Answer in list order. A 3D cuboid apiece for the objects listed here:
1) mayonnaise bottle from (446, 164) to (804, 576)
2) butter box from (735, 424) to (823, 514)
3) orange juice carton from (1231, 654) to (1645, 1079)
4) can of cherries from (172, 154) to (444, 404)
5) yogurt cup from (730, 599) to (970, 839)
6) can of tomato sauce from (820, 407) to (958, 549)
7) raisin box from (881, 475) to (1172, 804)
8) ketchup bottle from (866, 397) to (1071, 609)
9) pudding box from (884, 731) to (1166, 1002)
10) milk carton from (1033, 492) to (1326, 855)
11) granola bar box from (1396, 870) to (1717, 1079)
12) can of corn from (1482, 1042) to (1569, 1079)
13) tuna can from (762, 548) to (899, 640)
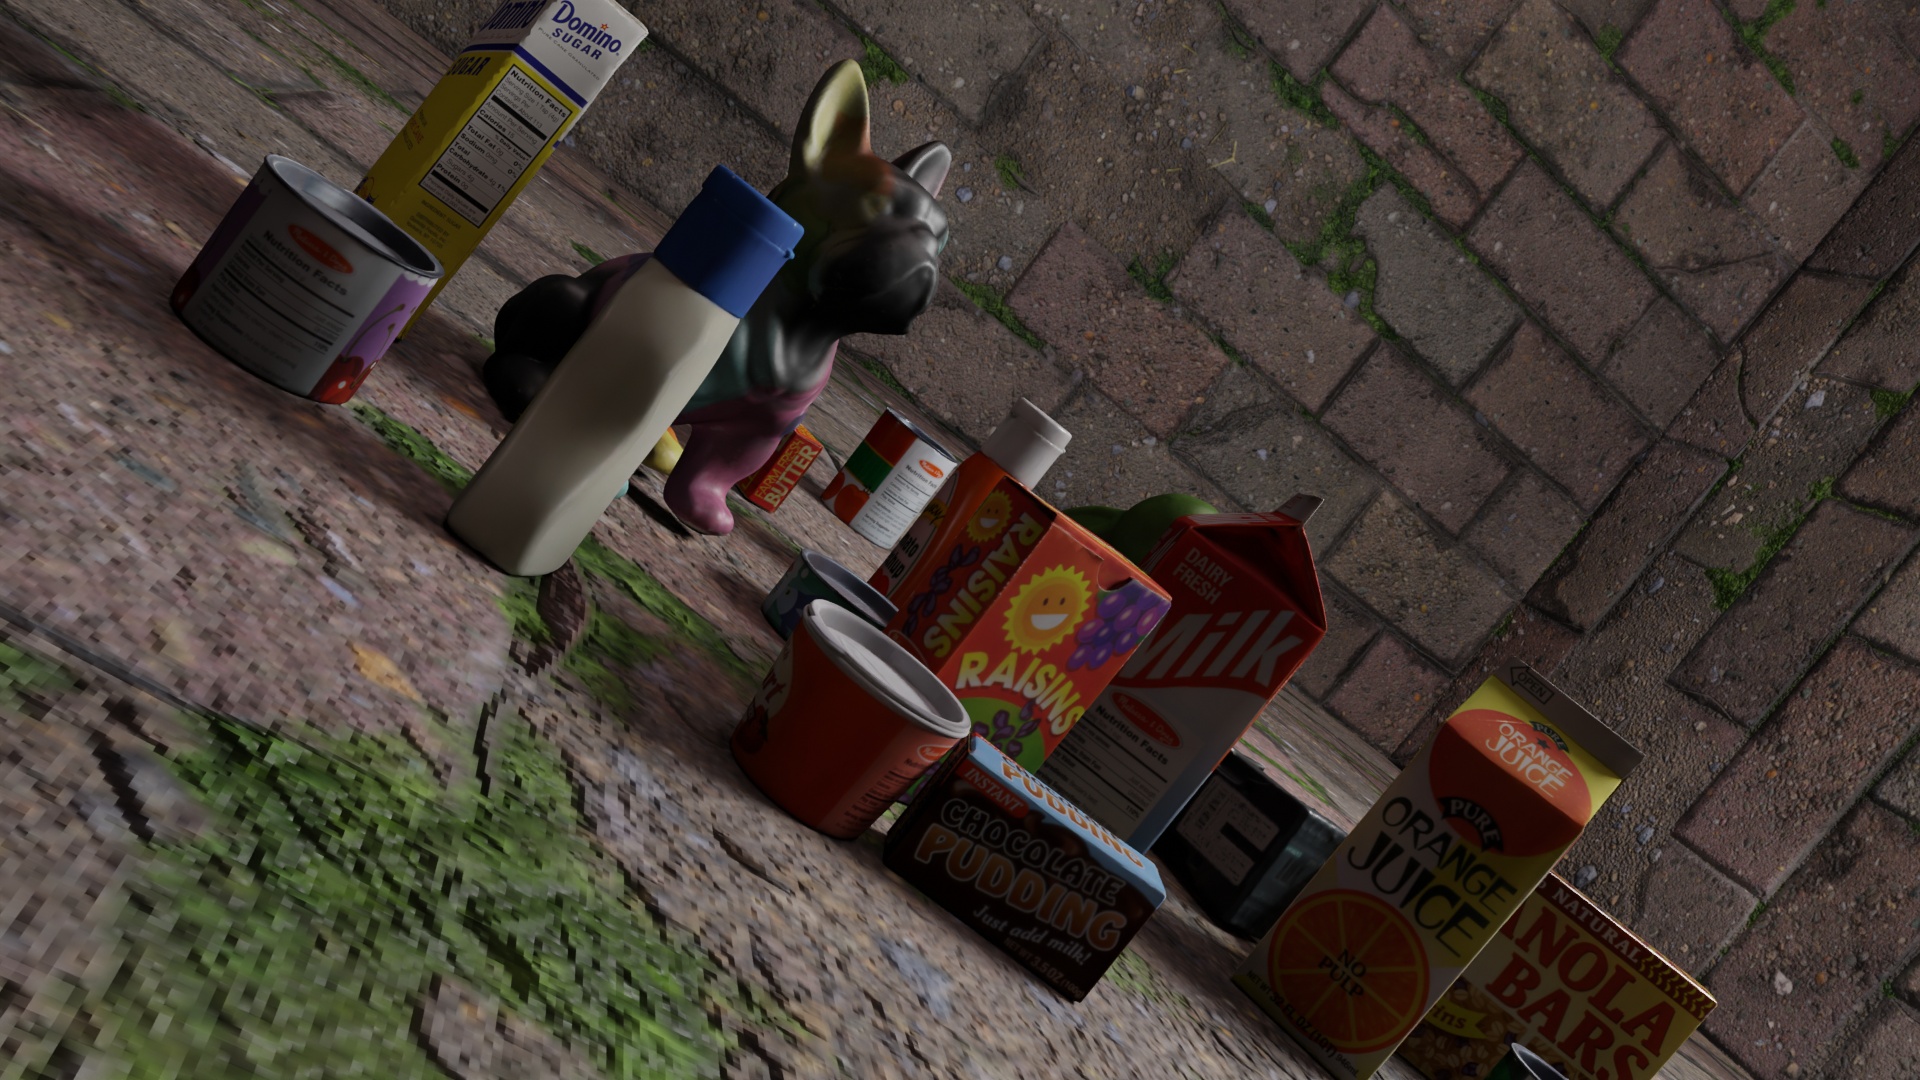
[{"bbox_3d":[-0.111,-0.057,0.469,0.041,0.148,0.065,37,6,-5],"label":"mayonnaise bottle"},{"bbox_3d":[-0.126,-0.063,0.865,0.024,0.053,0.104,33,7,-39],"label":"butter box"},{"bbox_3d":[0.216,0.147,0.627,0.072,0.192,0.073,41,6,25],"label":"orange juice carton"},{"bbox_3d":[-0.224,-0.089,0.481,0.071,0.058,0.071,37,6,-4],"label":"can of cherries"},{"bbox_3d":[-0.039,0.061,0.459,0.072,0.054,0.072,37,6,-4],"label":"yogurt cup"},{"bbox_3d":[-0.053,-0.046,1.019,0.071,0.083,0.071,38,6,-4],"label":"can of tomato sauce"},{"bbox_3d":[0.013,0.046,0.535,0.086,0.123,0.040,32,8,-44],"label":"raisin box"},{"bbox_3d":[0.003,-0.010,0.766,0.043,0.148,0.065,36,6,-18],"label":"ketchup bottle"},{"bbox_3d":[0.022,0.109,0.469,0.083,0.049,0.030,37,6,-5],"label":"pudding box"},{"bbox_3d":[0.091,0.055,0.603,0.073,0.190,0.072,38,6,1],"label":"milk carton"},{"bbox_3d":[0.277,0.225,0.722,0.166,0.124,0.039,39,6,9],"label":"granola bar box"},{"bbox_3d":[0.245,0.260,0.591,0.071,0.058,0.071,37,6,-4],"label":"can of corn"},{"bbox_3d":[-0.054,0.038,0.638,0.071,0.033,0.071,37,6,-4],"label":"tuna can"}]
